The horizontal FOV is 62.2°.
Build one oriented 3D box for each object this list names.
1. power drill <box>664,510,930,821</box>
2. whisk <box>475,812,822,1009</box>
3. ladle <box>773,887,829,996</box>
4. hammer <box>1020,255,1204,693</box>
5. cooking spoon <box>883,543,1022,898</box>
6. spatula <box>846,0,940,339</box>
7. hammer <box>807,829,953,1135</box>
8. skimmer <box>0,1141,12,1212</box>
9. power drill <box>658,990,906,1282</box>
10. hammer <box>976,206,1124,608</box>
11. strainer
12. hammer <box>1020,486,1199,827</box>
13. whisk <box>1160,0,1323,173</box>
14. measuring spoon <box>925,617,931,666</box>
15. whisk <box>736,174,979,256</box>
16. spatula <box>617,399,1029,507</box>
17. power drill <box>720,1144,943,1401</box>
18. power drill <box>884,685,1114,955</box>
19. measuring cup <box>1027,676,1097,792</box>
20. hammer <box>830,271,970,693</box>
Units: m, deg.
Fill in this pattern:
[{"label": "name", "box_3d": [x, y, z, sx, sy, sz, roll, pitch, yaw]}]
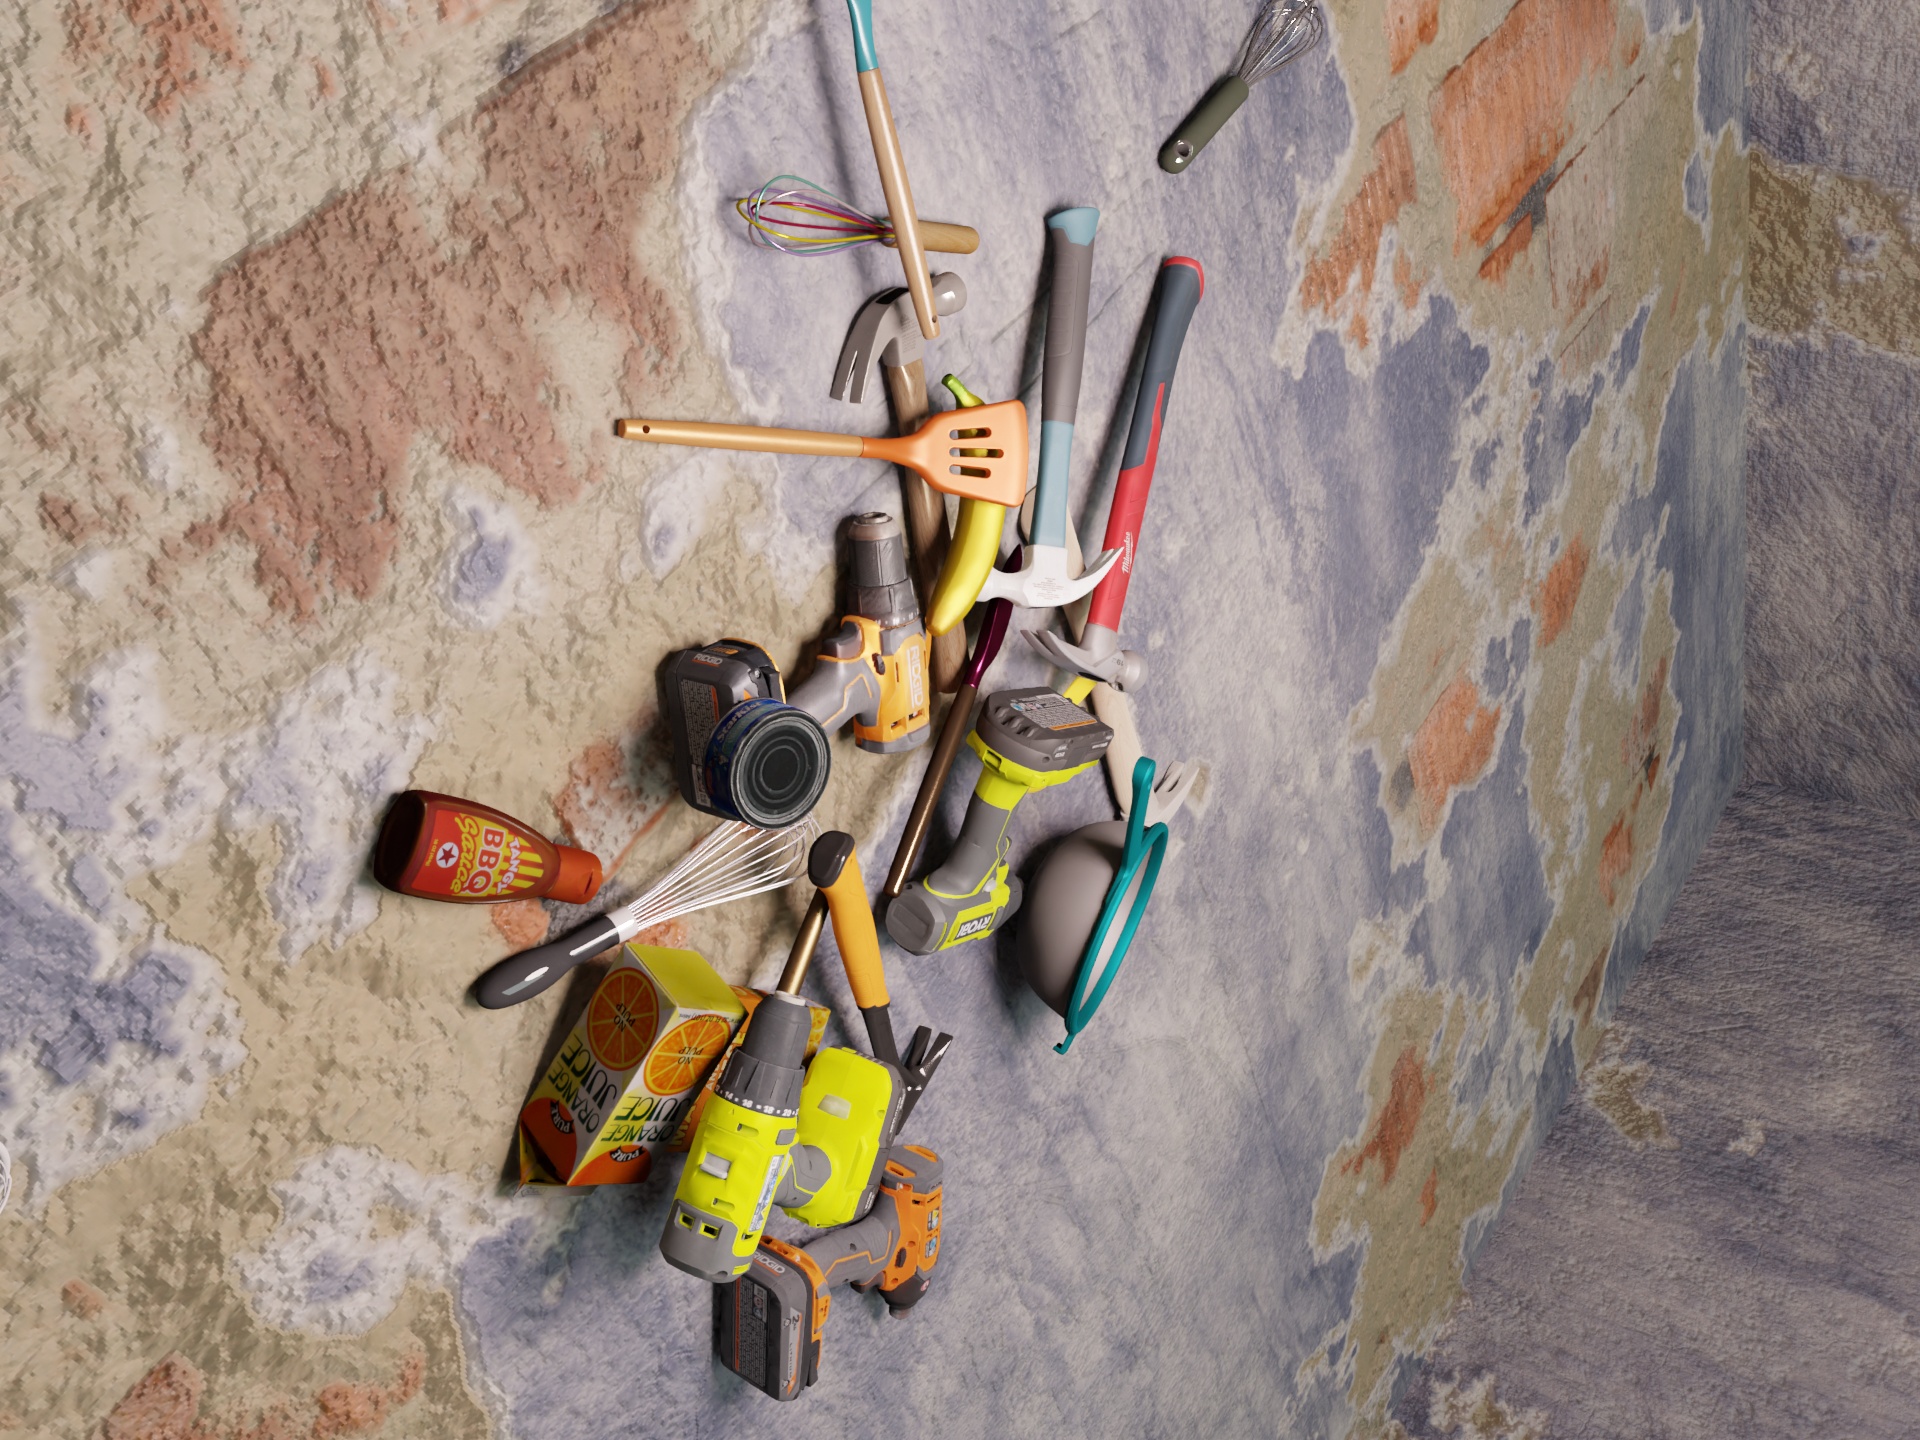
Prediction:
[{"label": "power drill", "box_3d": [-0.107, -0.042, 1.163, 0.226, 0.084, 0.185, -27, 121, -46]}, {"label": "whisk", "box_3d": [-0.212, 0.130, 1.120, 0.284, 0.070, 0.070, -28, 124, -36]}, {"label": "ladle", "box_3d": [-0.150, 0.258, 1.195, 0.315, 0.031, 0.069, -70, 156, -10]}, {"label": "hammer", "box_3d": [0.145, -0.227, 1.383, 0.143, 0.038, 0.386, 21, 78, -46]}, {"label": "cooking spoon", "box_3d": [-0.002, -0.004, 1.281, 0.068, 0.017, 0.319, 77, 30, -65]}, {"label": "spatula", "box_3d": [-0.063, -0.413, 1.078, 0.082, 0.044, 0.317, -38, 125, -39]}, {"label": "hammer", "box_3d": [-0.069, 0.206, 1.272, 0.127, 0.034, 0.336, -55, 149, -37]}, {"label": "skimmer", "box_3d": [-0.551, 0.122, 0.733, 0.127, 0.090, 0.363, -25, 111, -40]}, {"label": "power drill", "box_3d": [-0.120, 0.293, 1.153, 0.228, 0.080, 0.190, 32, 75, -69]}, {"label": "hammer", "box_3d": [0.079, -0.254, 1.289, 0.128, 0.033, 0.331, 6, 87, -22]}, {"label": "strainer", "box_3d": [0.111, 0.133, 1.421, 0.211, 0.095, 0.340, -55, 160, -36]}, {"label": "hammer", "box_3d": [0.136, -0.049, 1.481, 0.146, 0.038, 0.410, -47, 134, -30]}, {"label": "whisk", "box_3d": [0.252, -0.571, 1.422, 0.057, 0.059, 0.246, 42, 71, -9]}, {"label": "measuring spoon", "box_3d": [-0.035, -0.030, 1.283, 0.021, 0.011, 0.116, -6, 122, -23]}, {"label": "whisk", "box_3d": [-0.067, -0.351, 1.128, 0.245, 0.047, 0.051, -16, 114, -51]}, {"label": "spatula", "box_3d": [-0.087, -0.195, 1.118, 0.322, 0.041, 0.081, -3, 97, -38]}, {"label": "power drill", "box_3d": [-0.100, 0.481, 1.363, 0.226, 0.084, 0.164, -19, 118, -49]}, {"label": "power drill", "box_3d": [0.037, 0.087, 1.348, 0.171, 0.080, 0.223, -8, 128, -57]}, {"label": "measuring cup", "box_3d": [0.094, 0.000, 1.417, 0.156, 0.029, 0.062, -50, 130, 2]}, {"label": "hammer", "box_3d": [-0.028, -0.170, 1.244, 0.130, 0.031, 0.331, -34, 128, -38]}]
